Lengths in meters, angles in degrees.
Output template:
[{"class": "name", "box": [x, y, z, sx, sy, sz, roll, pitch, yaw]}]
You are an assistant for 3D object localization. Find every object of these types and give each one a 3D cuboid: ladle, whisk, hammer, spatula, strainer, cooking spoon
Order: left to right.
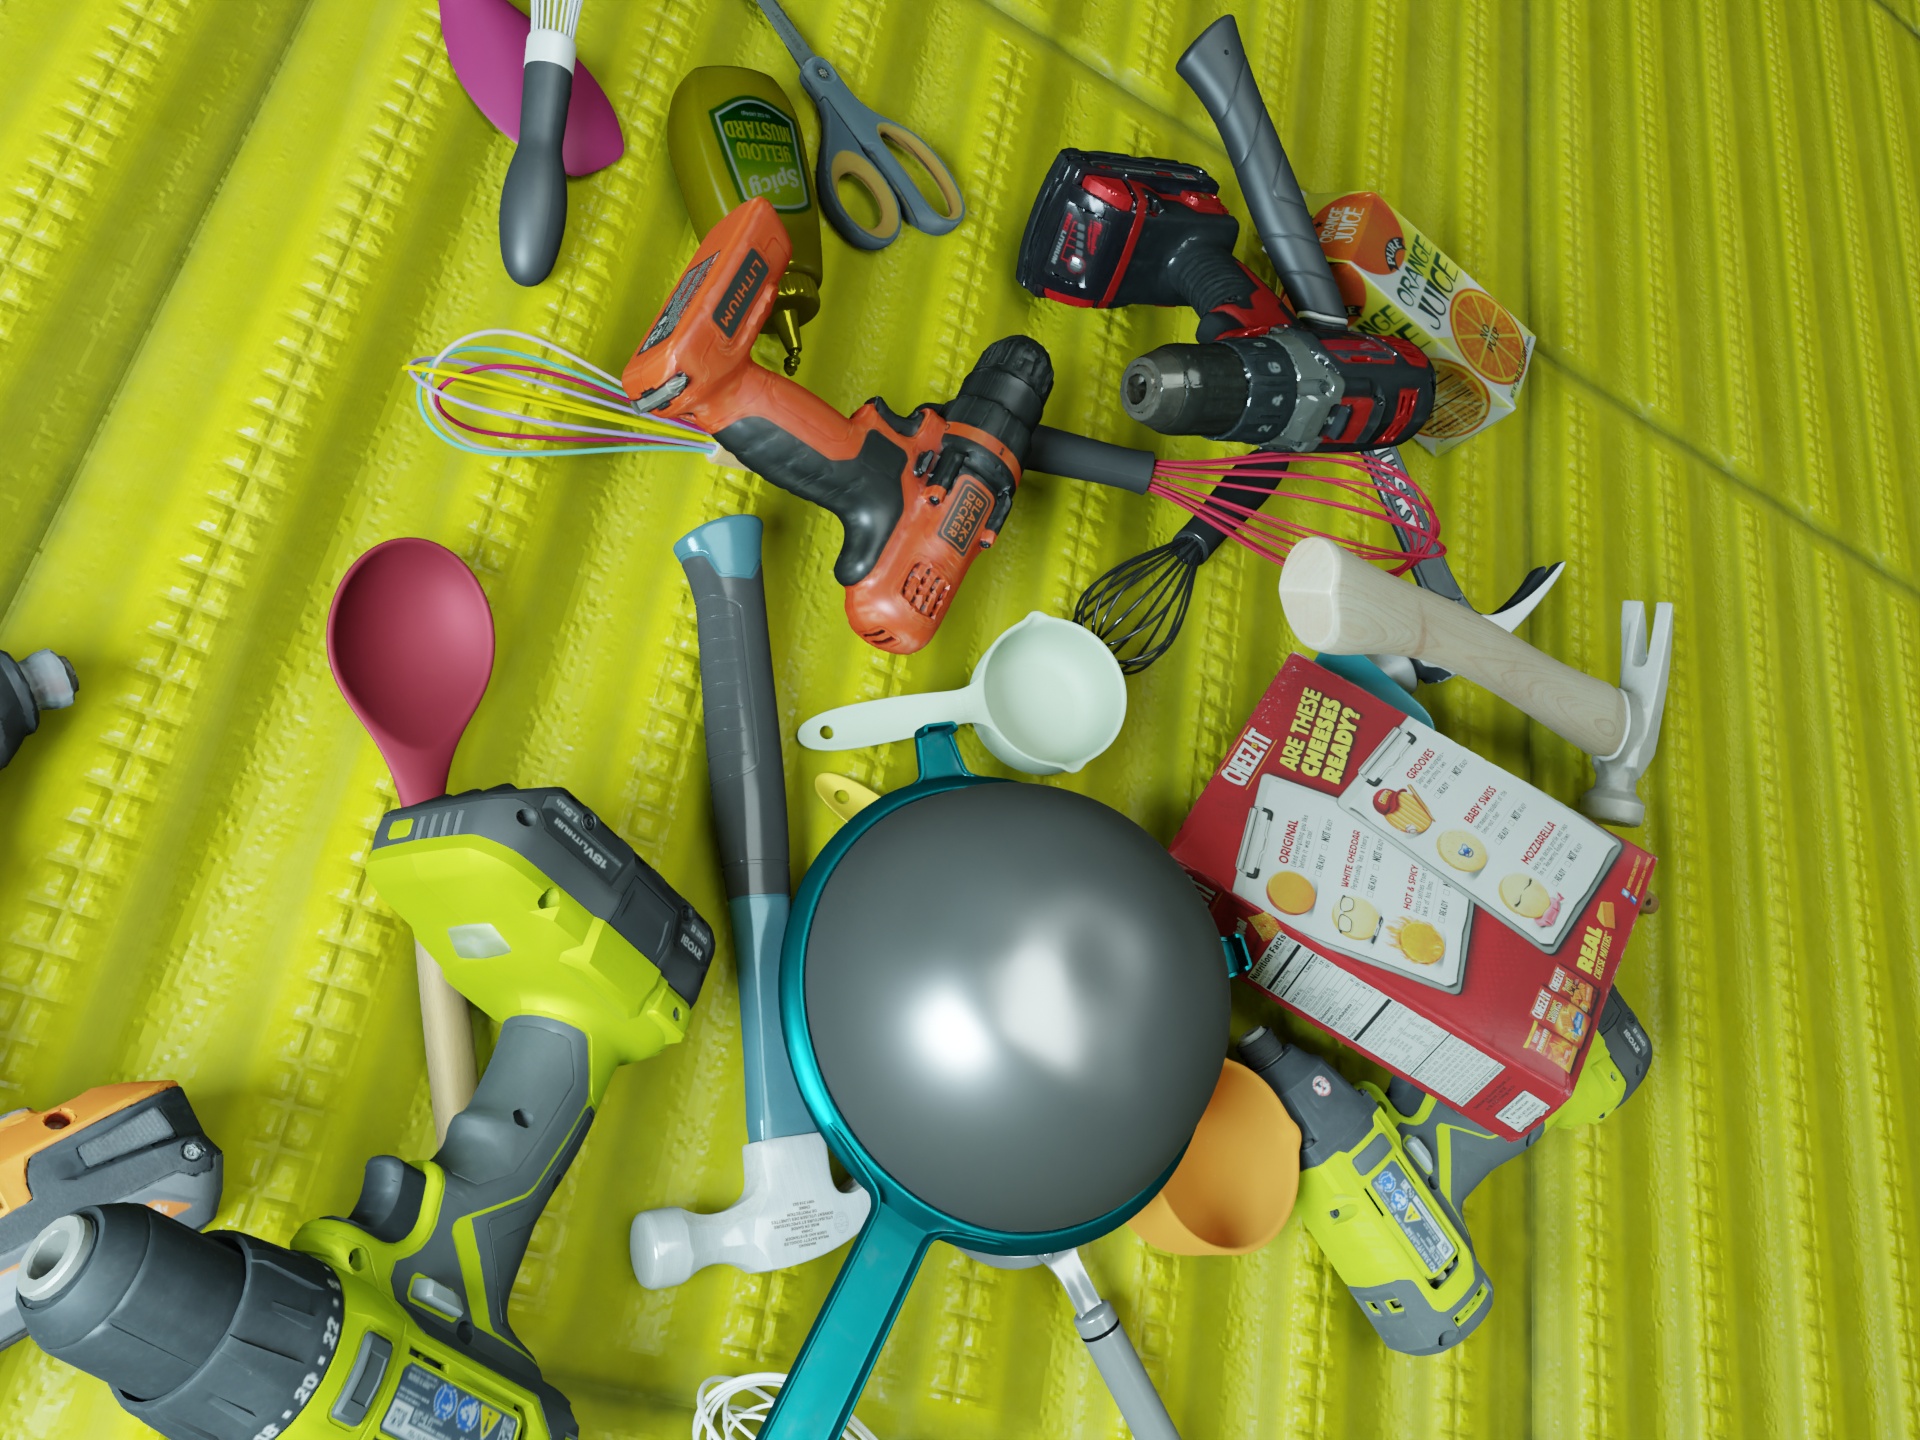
[{"class": "cooking spoon", "box": [-0.273, -0.395, 0.761, 0.319, 0.017, 0.069, 52, 53, -6]}, {"class": "ladle", "box": [-0.201, 0.082, 0.616, 0.069, 0.031, 0.315, 0, 74, -40]}, {"class": "whisk", "box": [-0.187, -0.341, 0.742, 0.070, 0.070, 0.285, 7, 84, -30]}, {"class": "whisk", "box": [-0.133, -0.132, 0.734, 0.244, 0.047, 0.051, 7, 67, -34]}, {"class": "hammer", "box": [-0.090, 0.064, 0.690, 0.128, 0.033, 0.331, 2, 71, -31]}, {"class": "whisk", "box": [-0.007, 0.327, 0.637, 0.246, 0.059, 0.058, 39, 92, -19]}, {"class": "strainer", "box": [0.012, 0.153, 0.626, 0.211, 0.095, 0.340, 37, 54, -9]}, {"class": "strainer", "box": [0.058, 0.259, 0.706, 0.087, 0.050, 0.258, -28, 91, -21]}, {"class": "whisk", "box": [0.118, -0.126, 0.840, 0.295, 0.073, 0.073, 12, 64, -5]}, {"class": "whisk", "box": [0.131, -0.098, 0.887, 0.055, 0.055, 0.239, 49, 50, -7]}, {"class": "hammer", "box": [0.227, -0.221, 0.941, 0.149, 0.036, 0.409, -24, 93, -15]}, {"class": "spatula", "box": [0.319, 0.054, 0.952, 0.317, 0.044, 0.082, 27, 90, -30]}, {"class": "hammer", "box": [0.300, -0.041, 0.880, 0.410, 0.038, 0.146, 16, 84, -46]}]

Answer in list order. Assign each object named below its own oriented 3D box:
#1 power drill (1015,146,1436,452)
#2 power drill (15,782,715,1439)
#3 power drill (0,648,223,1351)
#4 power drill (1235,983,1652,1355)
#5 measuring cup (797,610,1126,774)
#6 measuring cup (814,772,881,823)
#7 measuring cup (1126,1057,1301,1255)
[{"class": "power drill", "box": [0.119, -0.215, 0.837, 0.187, 0.080, 0.227, -8, 45, -34]}, {"class": "power drill", "box": [-0.178, 0.136, 0.524, 0.190, 0.080, 0.229, 53, 38, -39]}, {"class": "power drill", "box": [-0.328, 0.082, 0.504, 0.164, 0.084, 0.226, -29, 85, -39]}, {"class": "power drill", "box": [0.251, 0.191, 0.833, 0.223, 0.080, 0.171, -31, 85, -34]}, {"class": "measuring cup", "box": [-0.001, -0.002, 0.778, 0.167, 0.038, 0.083, -10, 78, -18]}, {"class": "measuring cup", "box": [-0.008, 0.077, 0.748, 0.156, 0.029, 0.062, 37, 55, -2]}, {"class": "measuring cup", "box": [0.099, 0.168, 0.760, 0.095, 0.052, 0.174, -5, 72, -34]}]
